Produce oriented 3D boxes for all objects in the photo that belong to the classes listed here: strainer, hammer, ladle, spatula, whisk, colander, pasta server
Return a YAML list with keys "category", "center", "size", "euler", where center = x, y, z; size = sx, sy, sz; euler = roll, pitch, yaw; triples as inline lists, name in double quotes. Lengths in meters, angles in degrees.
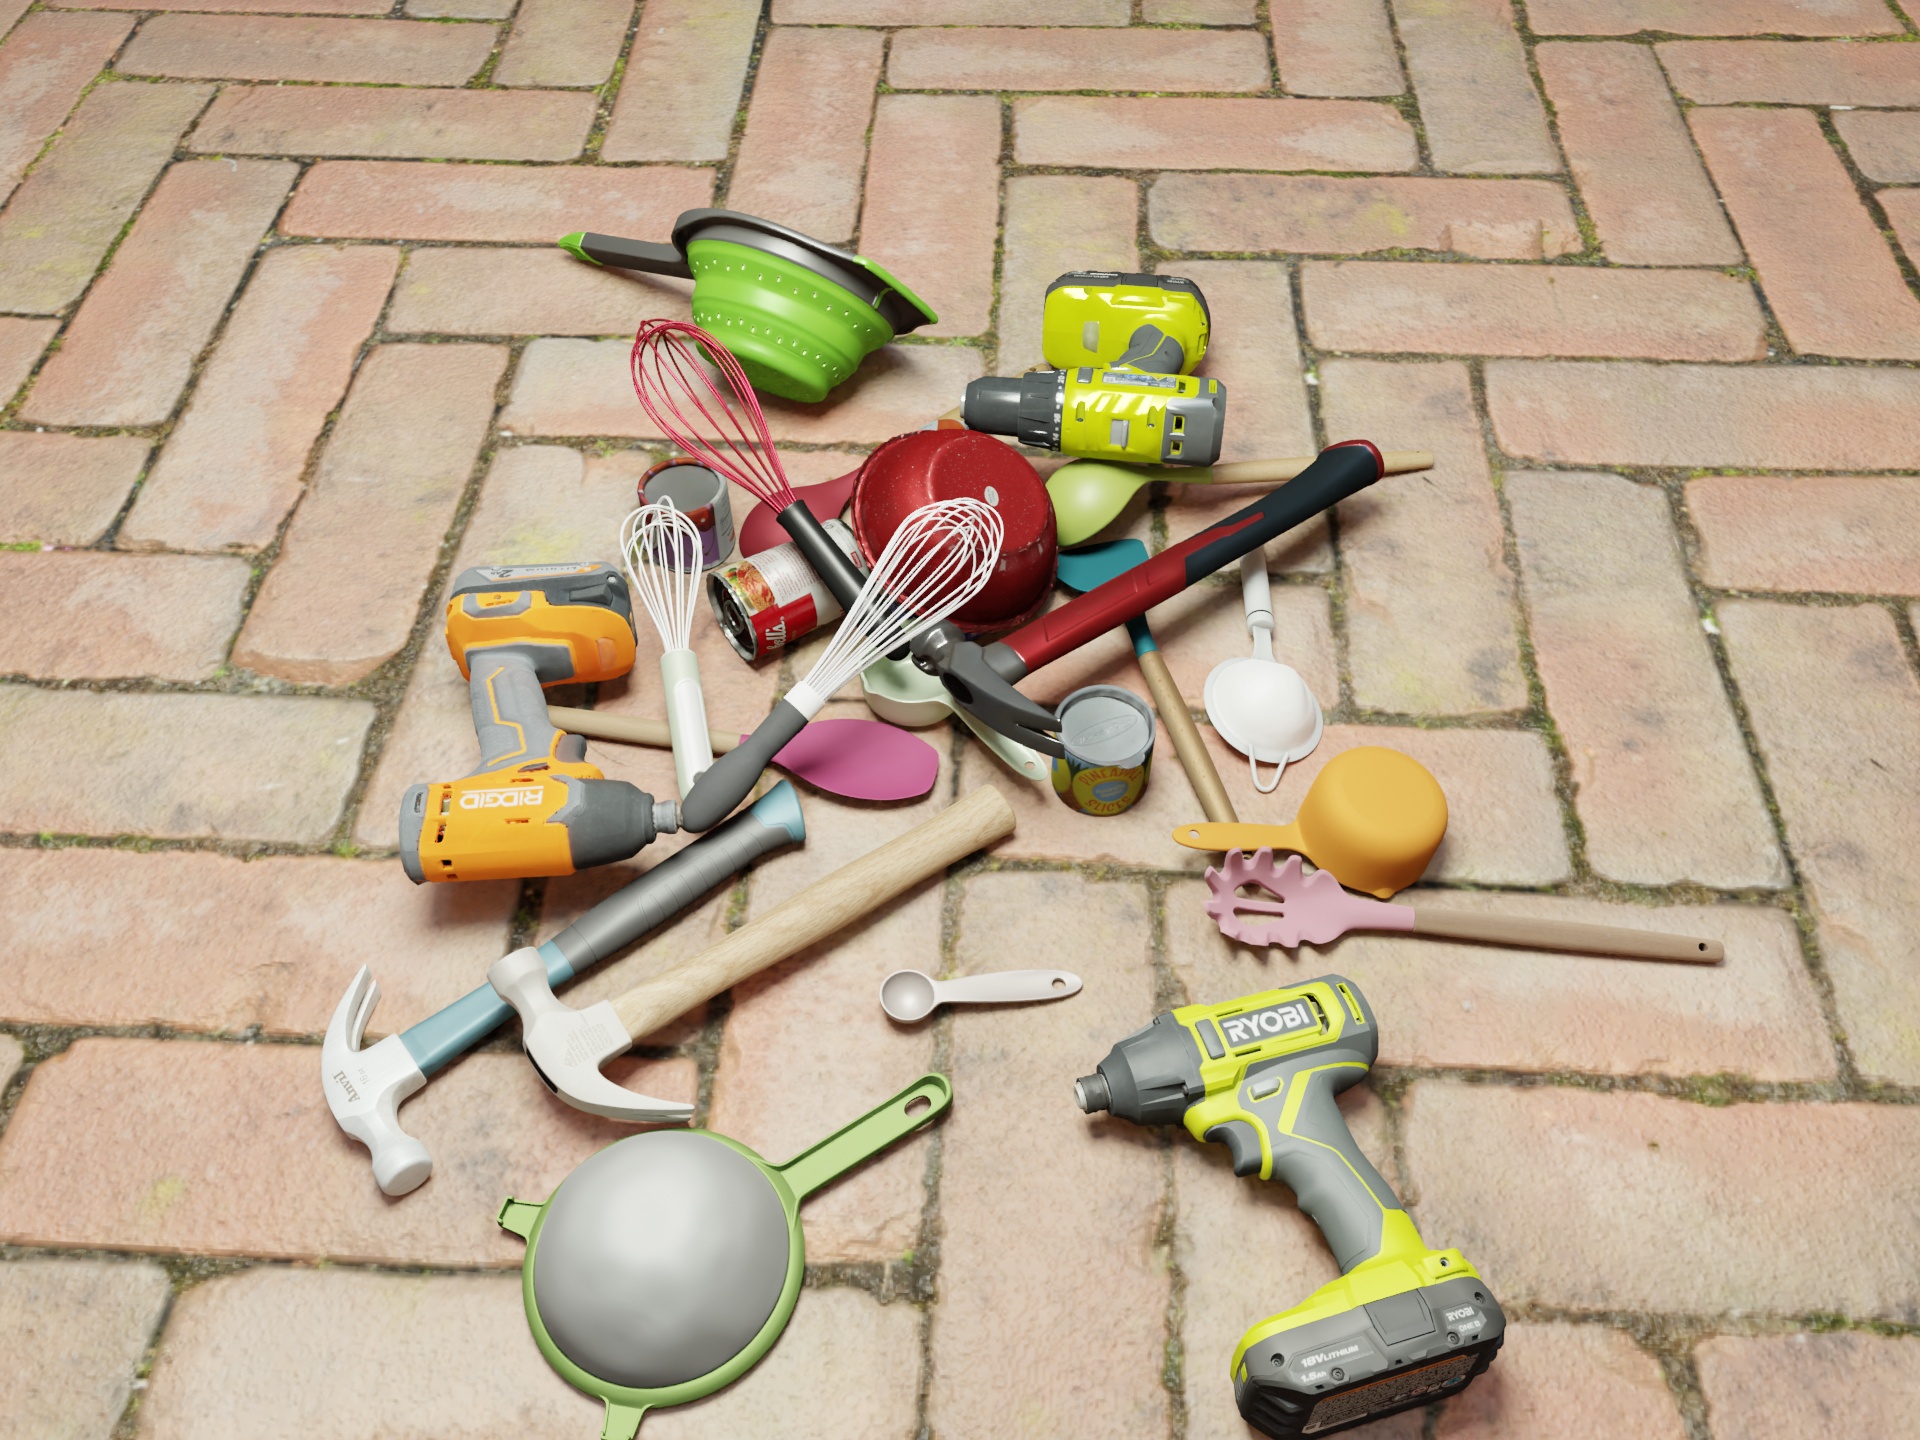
- category: "strainer"
  center: [-0.114, 0.249, 0.847]
  size: [0.256, 0.069, 0.152]
  euler: [-28, 56, -18]
- category: "hammer"
  center: [-0.228, 0.137, 0.963]
  size: [0.331, 0.033, 0.128]
  euler: [-34, 59, -24]
- category: "ladle"
  center: [0.213, -0.177, 1.212]
  size: [0.320, 0.062, 0.078]
  euler: [-6, 24, -14]
- category: "strainer"
  center: [0.211, -0.064, 1.118]
  size: [0.087, 0.050, 0.259]
  euler: [12, 47, -10]
- category: "hammer"
  center: [0.160, -0.099, 1.085]
  size: [0.386, 0.038, 0.143]
  euler: [-29, 43, -25]
- category: "spatula"
  center: [0.139, -0.017, 1.092]
  size: [0.082, 0.044, 0.318]
  euler: [-13, 57, -11]
- category: "ladle"
  center: [-0.044, -0.210, 1.247]
  size: [0.315, 0.031, 0.069]
  euler: [-35, 59, -27]
- category: "whisk"
  center: [-0.076, -0.035, 1.007]
  size: [0.070, 0.070, 0.284]
  euler: [38, 80, 27]
- category: "whisk"
  center: [-0.128, -0.158, 1.082]
  size: [0.073, 0.073, 0.296]
  euler: [-36, 84, -25]
- category: "whisk"
  center: [-0.191, -0.049, 1.073]
  size: [0.057, 0.059, 0.247]
  euler: [3, 58, -28]
- category: "colander"
  center: [-0.207, -0.336, 1.306]
  size: [0.397, 0.204, 0.094]
  euler: [19, 87, 35]
- category: "hammer"
  center: [-0.102, 0.127, 0.955]
  size: [0.331, 0.031, 0.130]
  euler: [-27, 74, -26]
- category: "pasta server"
  center: [0.304, 0.123, 0.966]
  size: [0.316, 0.040, 0.060]
  euler: [6, 73, 3]

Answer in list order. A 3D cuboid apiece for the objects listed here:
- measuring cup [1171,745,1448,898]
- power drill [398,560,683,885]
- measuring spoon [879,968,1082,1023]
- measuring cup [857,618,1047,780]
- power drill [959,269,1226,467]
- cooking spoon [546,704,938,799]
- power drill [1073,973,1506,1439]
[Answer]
- category: "measuring cup"
  center: [0.221, 0.059, 0.994]
  size: [0.173, 0.052, 0.095]
  euler: [0, 52, -11]
- category: "power drill"
  center: [-0.258, 0.002, 1.014]
  size: [0.164, 0.084, 0.227]
  euler: [-3, 49, -4]
- category: "measuring spoon"
  center: [0.012, 0.165, 0.953]
  size: [0.124, 0.018, 0.034]
  euler: [-3, 51, -10]
- category: "measuring cup"
  center: [-0.002, -0.003, 1.072]
  size: [0.083, 0.038, 0.168]
  euler: [-35, 61, -25]
- category: "power drill"
  center: [0.107, -0.269, 1.221]
  size: [0.190, 0.080, 0.229]
  euler: [6, 36, 6]
- category: "cooking spoon"
  center: [-0.172, 0.013, 1.072]
  size: [0.319, 0.017, 0.069]
  euler: [8, 47, 6]
- category: "power drill"
  center: [0.170, 0.250, 0.843]
  size: [0.171, 0.080, 0.223]
  euler: [-12, 48, -10]
